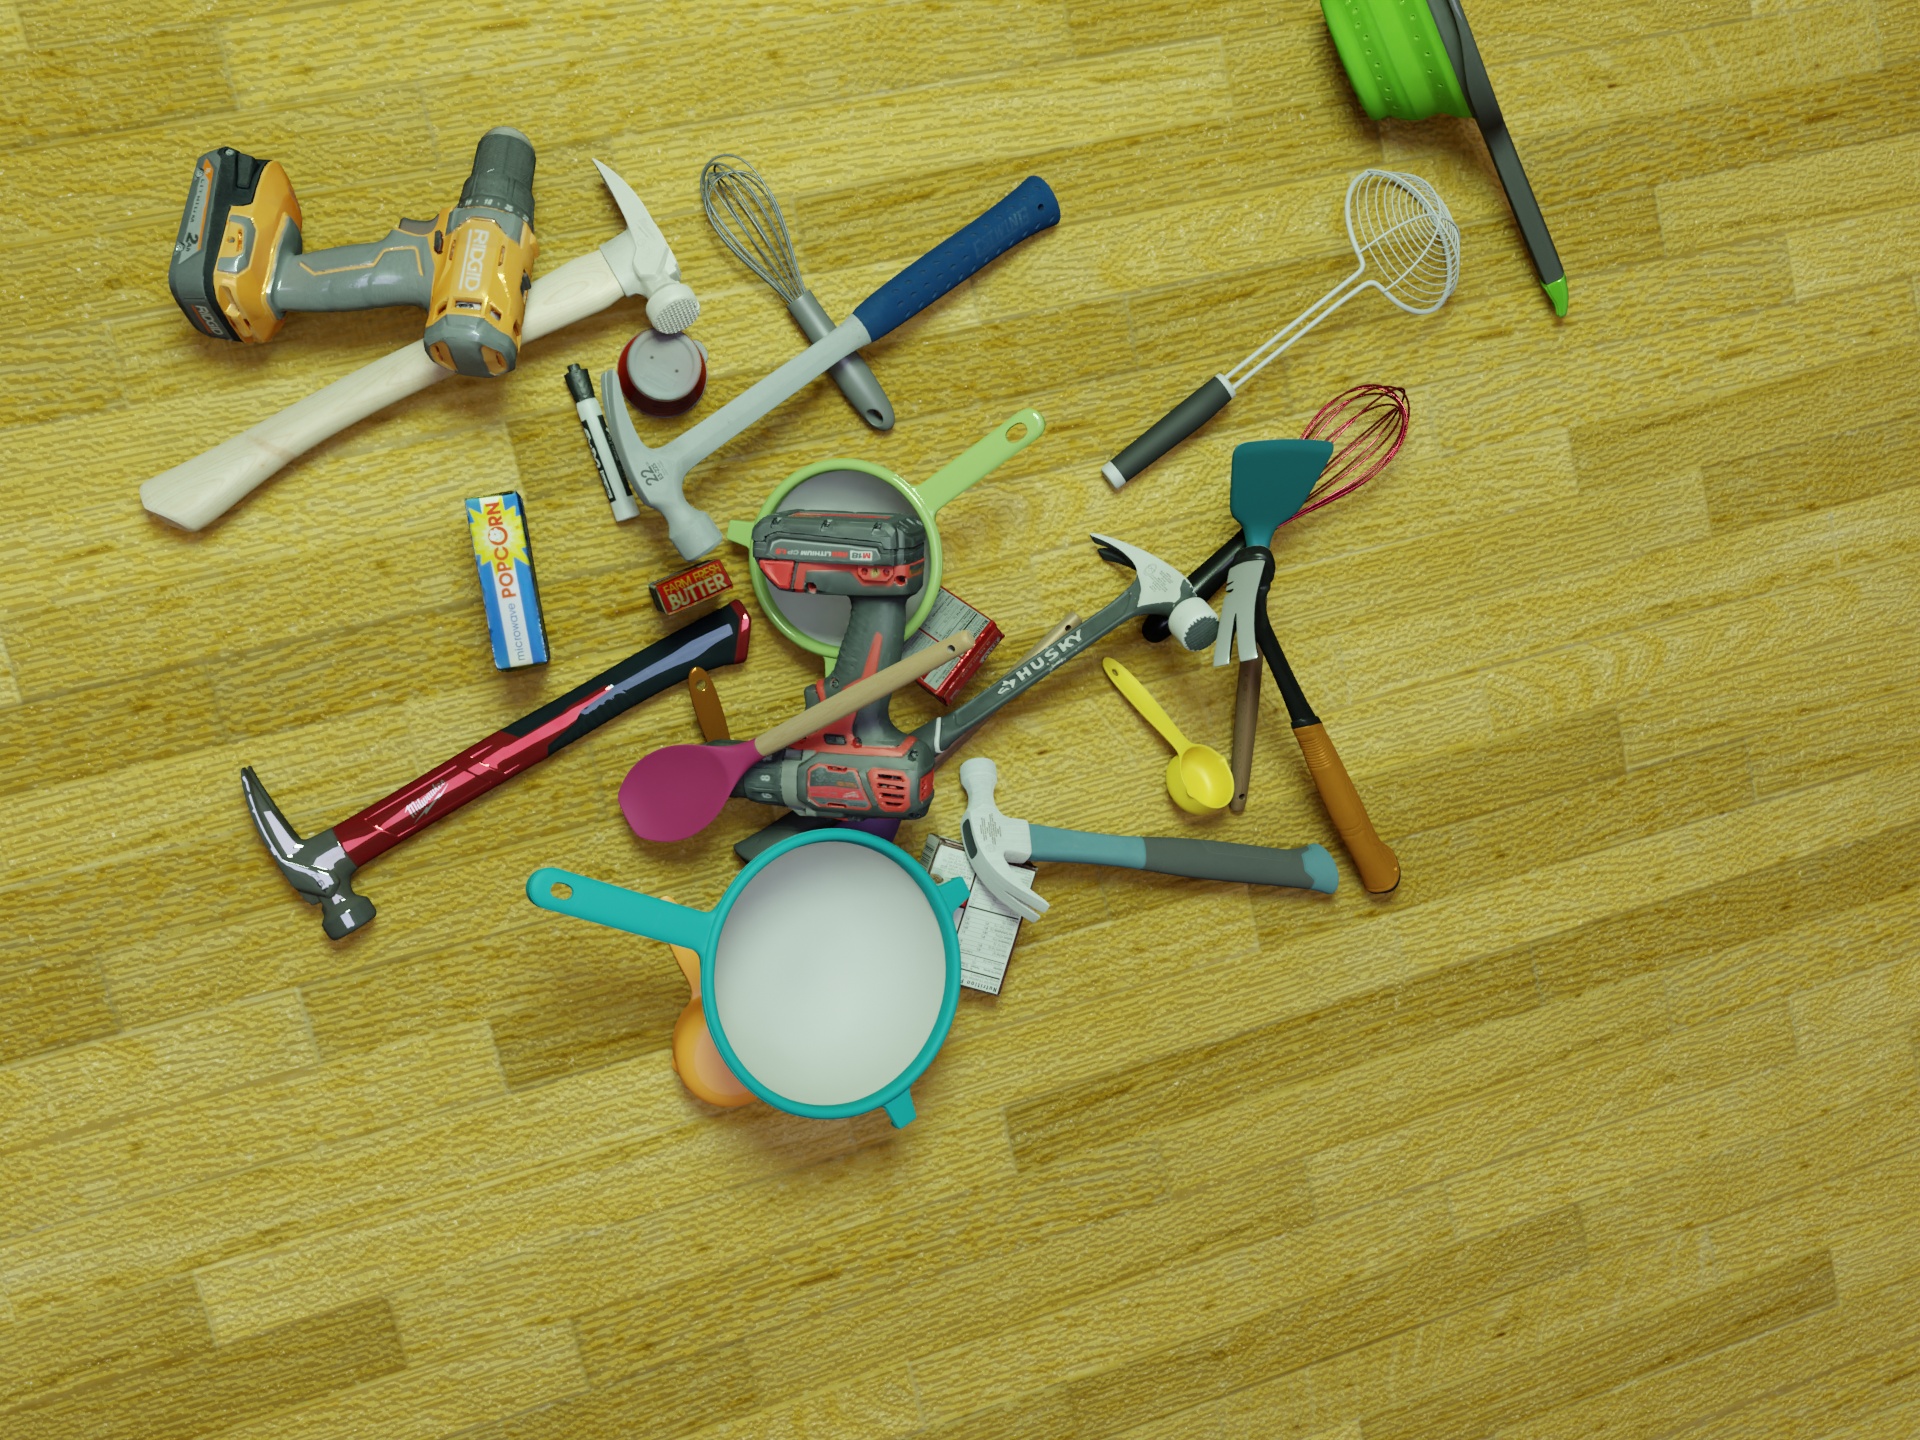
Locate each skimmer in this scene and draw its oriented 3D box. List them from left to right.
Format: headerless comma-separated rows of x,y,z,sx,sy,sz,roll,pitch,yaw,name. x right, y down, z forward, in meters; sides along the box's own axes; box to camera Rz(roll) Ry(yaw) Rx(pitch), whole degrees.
0.260,-0.312,1.310,0.363,0.090,0.127,-38,102,3,skimmer

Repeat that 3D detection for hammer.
-0.399,-0.259,1.145,0.410,0.038,0.146,-28,72,-4,hammer
-0.334,0.004,1.192,0.386,0.038,0.143,-31,99,-9,hammer
-0.086,-0.293,1.190,0.405,0.035,0.144,-40,111,-18,hammer
-0.002,-0.004,1.241,0.409,0.149,0.036,-34,135,0,hammer
0.159,0.108,1.298,0.331,0.033,0.128,7,58,-19,hammer
0.285,0.025,1.271,0.034,0.127,0.336,-13,127,29,hammer

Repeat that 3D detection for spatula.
-0.018,0.024,1.277,0.316,0.018,0.059,-44,101,-5,spatula
0.239,-0.071,1.281,0.082,0.044,0.317,-3,109,-13,spatula

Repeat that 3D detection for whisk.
-0.120,-0.323,1.213,0.055,0.055,0.238,-38,106,-8,whisk
0.258,-0.170,1.307,0.296,0.073,0.073,-44,102,-1,whisk

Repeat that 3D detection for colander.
0.387,-0.485,1.291,0.094,0.205,0.396,-22,119,23,colander

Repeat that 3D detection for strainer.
-0.165,0.168,1.172,0.340,0.095,0.211,21,74,-26,strainer
-0.039,-0.154,1.206,0.256,0.069,0.151,-35,91,13,strainer

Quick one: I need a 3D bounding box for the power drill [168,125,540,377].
-0.407,-0.339,1.105,0.226,0.084,0.185,5,72,-3,power drill

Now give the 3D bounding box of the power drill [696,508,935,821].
-0.111,-0.038,1.167,0.188,0.080,0.226,4,103,12,power drill

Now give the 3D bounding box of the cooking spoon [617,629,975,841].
-0.122,0.009,1.134,0.319,0.017,0.069,-26,93,25,cooking spoon

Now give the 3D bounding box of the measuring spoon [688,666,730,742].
-0.186,0.011,1.221,0.021,0.011,0.116,-24,119,-17,measuring spoon

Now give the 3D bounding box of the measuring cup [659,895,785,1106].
-0.195,0.218,1.232,0.095,0.052,0.173,-24,101,-10,measuring cup

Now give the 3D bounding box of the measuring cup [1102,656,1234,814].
0.164,0.013,1.313,0.156,0.029,0.062,50,48,2,measuring cup
